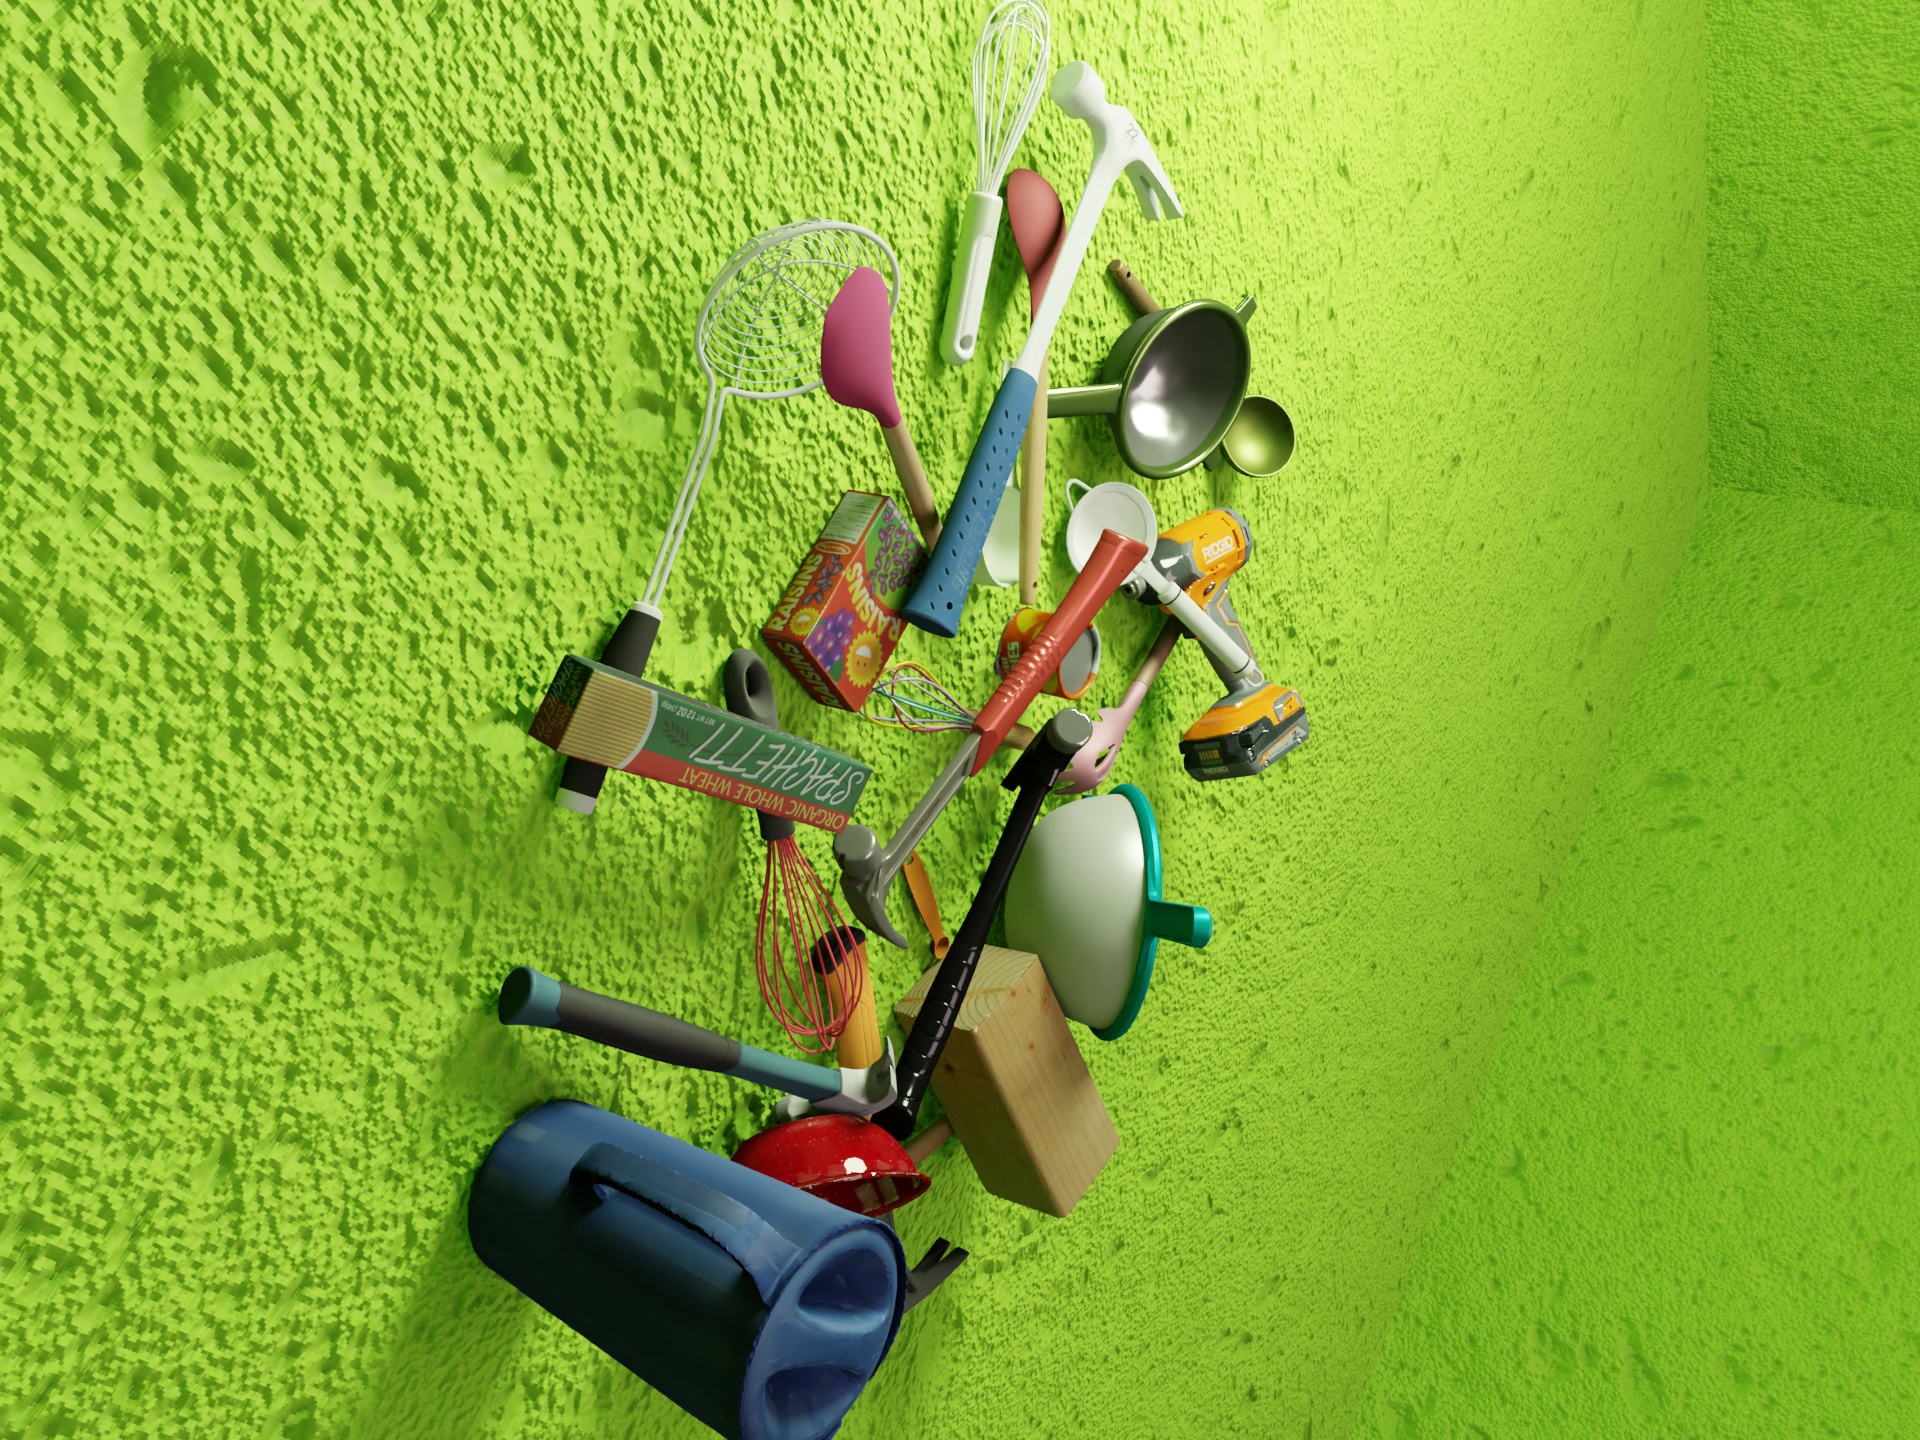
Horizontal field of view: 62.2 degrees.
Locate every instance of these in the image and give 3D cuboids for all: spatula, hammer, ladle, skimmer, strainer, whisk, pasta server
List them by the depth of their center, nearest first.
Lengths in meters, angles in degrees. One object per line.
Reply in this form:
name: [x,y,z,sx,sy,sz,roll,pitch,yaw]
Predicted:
skimmer: [-0.138,-0.113,0.908,0.127,0.090,0.363,30,77,-60]
hammer: [-0.159,0.211,1.007,0.330,0.128,0.033,32,42,-48]
whisk: [-0.117,0.091,1.053,0.073,0.073,0.295,-33,121,-46]
whisk: [0.019,-0.366,1.088,0.057,0.059,0.246,-1,108,-44]
hammer: [0.052,-0.247,1.113,0.143,0.035,0.405,32,74,-45]
ladle: [0.054,-0.242,1.161,0.069,0.031,0.315,-7,100,-55]
hammer: [0.032,0.000,1.176,0.359,0.037,0.149,-53,154,-21]
hammer: [0.011,0.154,1.193,0.335,0.035,0.146,-66,-176,-21]
whisk: [0.000,-0.005,1.200,0.244,0.051,0.047,18,81,-60]
hammer: [-0.063,0.306,1.204,0.127,0.034,0.336,-25,118,-41]
strainer: [0.100,0.149,1.241,0.340,0.095,0.211,161,-64,-79]
strainer: [0.122,-0.269,1.276,0.256,0.069,0.151,-13,126,-35]
spatula: [-0.013,0.331,1.327,0.317,0.044,0.082,-29,125,-43]
strainer: [0.168,-0.111,1.336,0.258,0.050,0.087,42,82,-19]
ladle: [0.213,-0.308,1.391,0.319,0.062,0.078,34,75,-53]
pasta server: [0.167,-0.051,1.448,0.316,0.040,0.060,-57,142,-33]

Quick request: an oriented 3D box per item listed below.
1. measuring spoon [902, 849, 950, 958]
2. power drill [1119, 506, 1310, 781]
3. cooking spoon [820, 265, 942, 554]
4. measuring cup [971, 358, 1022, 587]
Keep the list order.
measuring spoon: [-0.030,0.141,1.242,0.021,0.011,0.116,-45,133,-34]
power drill: [0.221,-0.064,1.425,0.164,0.084,0.226,-28,102,-43]
cooking spoon: [-0.039,-0.179,1.011,0.069,0.017,0.318,-59,162,-13]
measuring cup: [0.021,-0.182,1.175,0.083,0.038,0.167,-3,95,-58]
